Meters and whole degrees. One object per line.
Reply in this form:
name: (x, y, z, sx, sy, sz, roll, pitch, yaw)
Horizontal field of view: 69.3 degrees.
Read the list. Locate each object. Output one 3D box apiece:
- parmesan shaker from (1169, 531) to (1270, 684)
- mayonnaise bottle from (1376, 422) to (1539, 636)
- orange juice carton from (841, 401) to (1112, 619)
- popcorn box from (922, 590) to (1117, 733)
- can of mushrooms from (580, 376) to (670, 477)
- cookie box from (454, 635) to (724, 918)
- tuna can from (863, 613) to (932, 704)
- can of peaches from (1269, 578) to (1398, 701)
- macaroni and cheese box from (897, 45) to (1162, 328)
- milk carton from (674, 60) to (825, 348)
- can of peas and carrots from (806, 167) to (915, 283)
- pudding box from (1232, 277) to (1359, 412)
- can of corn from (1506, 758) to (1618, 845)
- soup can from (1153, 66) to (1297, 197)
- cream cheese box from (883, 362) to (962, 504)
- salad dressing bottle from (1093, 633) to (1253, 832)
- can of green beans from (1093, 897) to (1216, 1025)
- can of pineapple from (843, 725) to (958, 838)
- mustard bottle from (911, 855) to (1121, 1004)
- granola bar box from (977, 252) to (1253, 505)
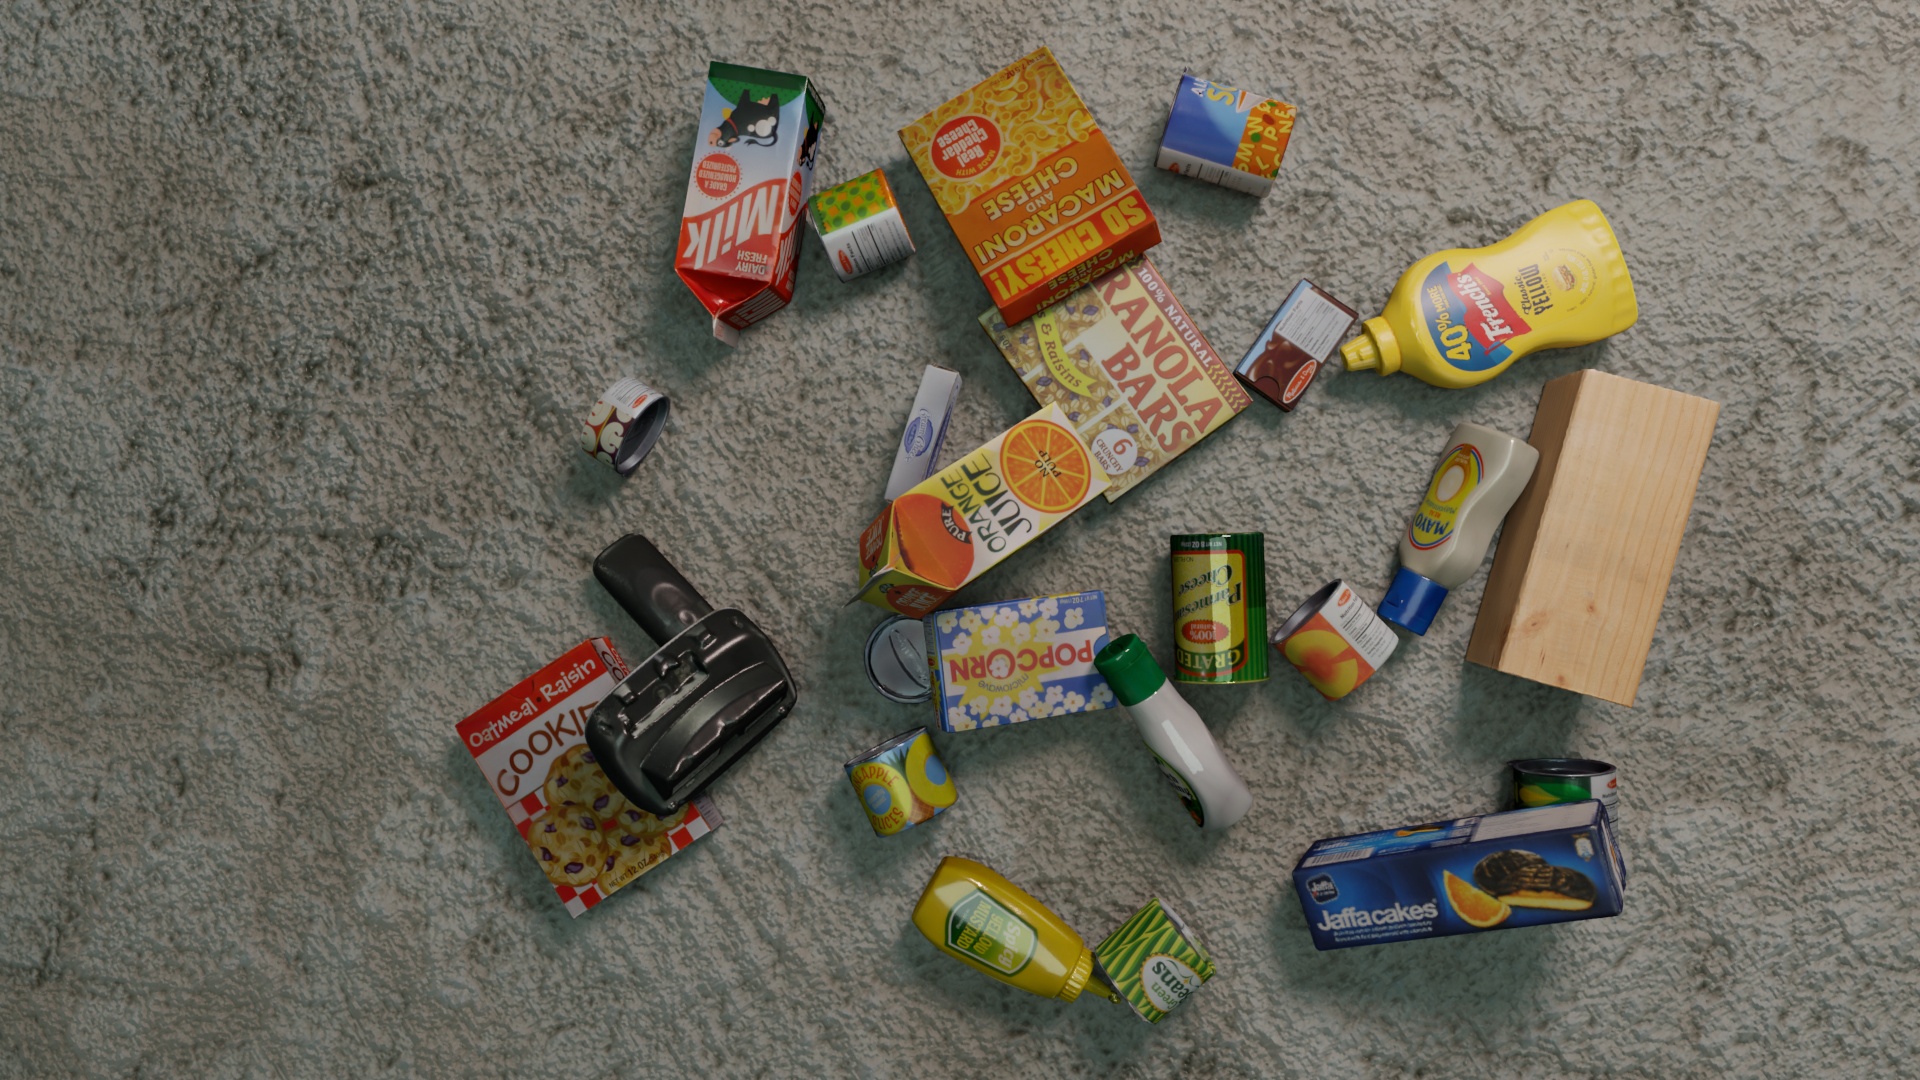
parmesan shaker: (0.178, 0.046, 0.973, 0.071, 0.071, 0.103, -2, 89, 5)
mayonnaise bottle: (0.339, -0.007, 0.961, 0.041, 0.065, 0.148, 25, 95, -26)
orange juice carton: (0.003, -0.012, 0.939, 0.193, 0.071, 0.073, -33, 87, -30)
popcorn box: (0.041, 0.084, 0.979, 0.127, 0.038, 0.085, -7, 89, -15)
can of mushrooms: (-0.245, -0.082, 1.012, 0.033, 0.071, 0.071, 31, 93, 4)
cookie box: (-0.273, 0.172, 1.024, 0.123, 0.040, 0.167, -33, 87, 4)
tuna can: (-0.033, 0.083, 1.007, 0.071, 0.033, 0.071, 0, 90, 5)
can of peaches: (0.259, 0.070, 0.967, 0.071, 0.071, 0.058, -45, 87, 4)
macaroni and cheese box: (0.048, -0.248, 0.975, 0.124, 0.040, 0.167, -29, 69, 5)
milk carton: (-0.154, -0.236, 1.000, 0.073, 0.072, 0.190, 10, 91, 5)
can of peas and carrots: (-0.072, -0.228, 0.997, 0.059, 0.071, 0.071, -22, 88, 4)
pudding box: (0.237, -0.138, 0.986, 0.050, 0.030, 0.083, 35, 93, 3)
can of corn: (0.412, 0.183, 0.952, 0.071, 0.071, 0.058, -2, 90, 5)
soup can: (0.186, -0.286, 0.973, 0.084, 0.071, 0.071, 17, 92, 4)
cream cheese box: (-0.026, -0.073, 0.997, 0.024, 0.053, 0.103, 18, 91, 3)
salad dressing bottle: (0.147, 0.133, 0.966, 0.044, 0.064, 0.147, -35, 99, -4)
can of green beans: (0.137, 0.294, 0.974, 0.058, 0.071, 0.071, -41, 87, 4)
can of pineapple: (-0.043, 0.172, 0.990, 0.071, 0.071, 0.058, -26, 88, 5)
mustard bottle: (0.045, 0.287, 0.991, 0.160, 0.049, 0.065, 28, 94, 5)
granola bar box: (0.109, -0.127, 0.993, 0.124, 0.039, 0.165, -36, 87, 4)
